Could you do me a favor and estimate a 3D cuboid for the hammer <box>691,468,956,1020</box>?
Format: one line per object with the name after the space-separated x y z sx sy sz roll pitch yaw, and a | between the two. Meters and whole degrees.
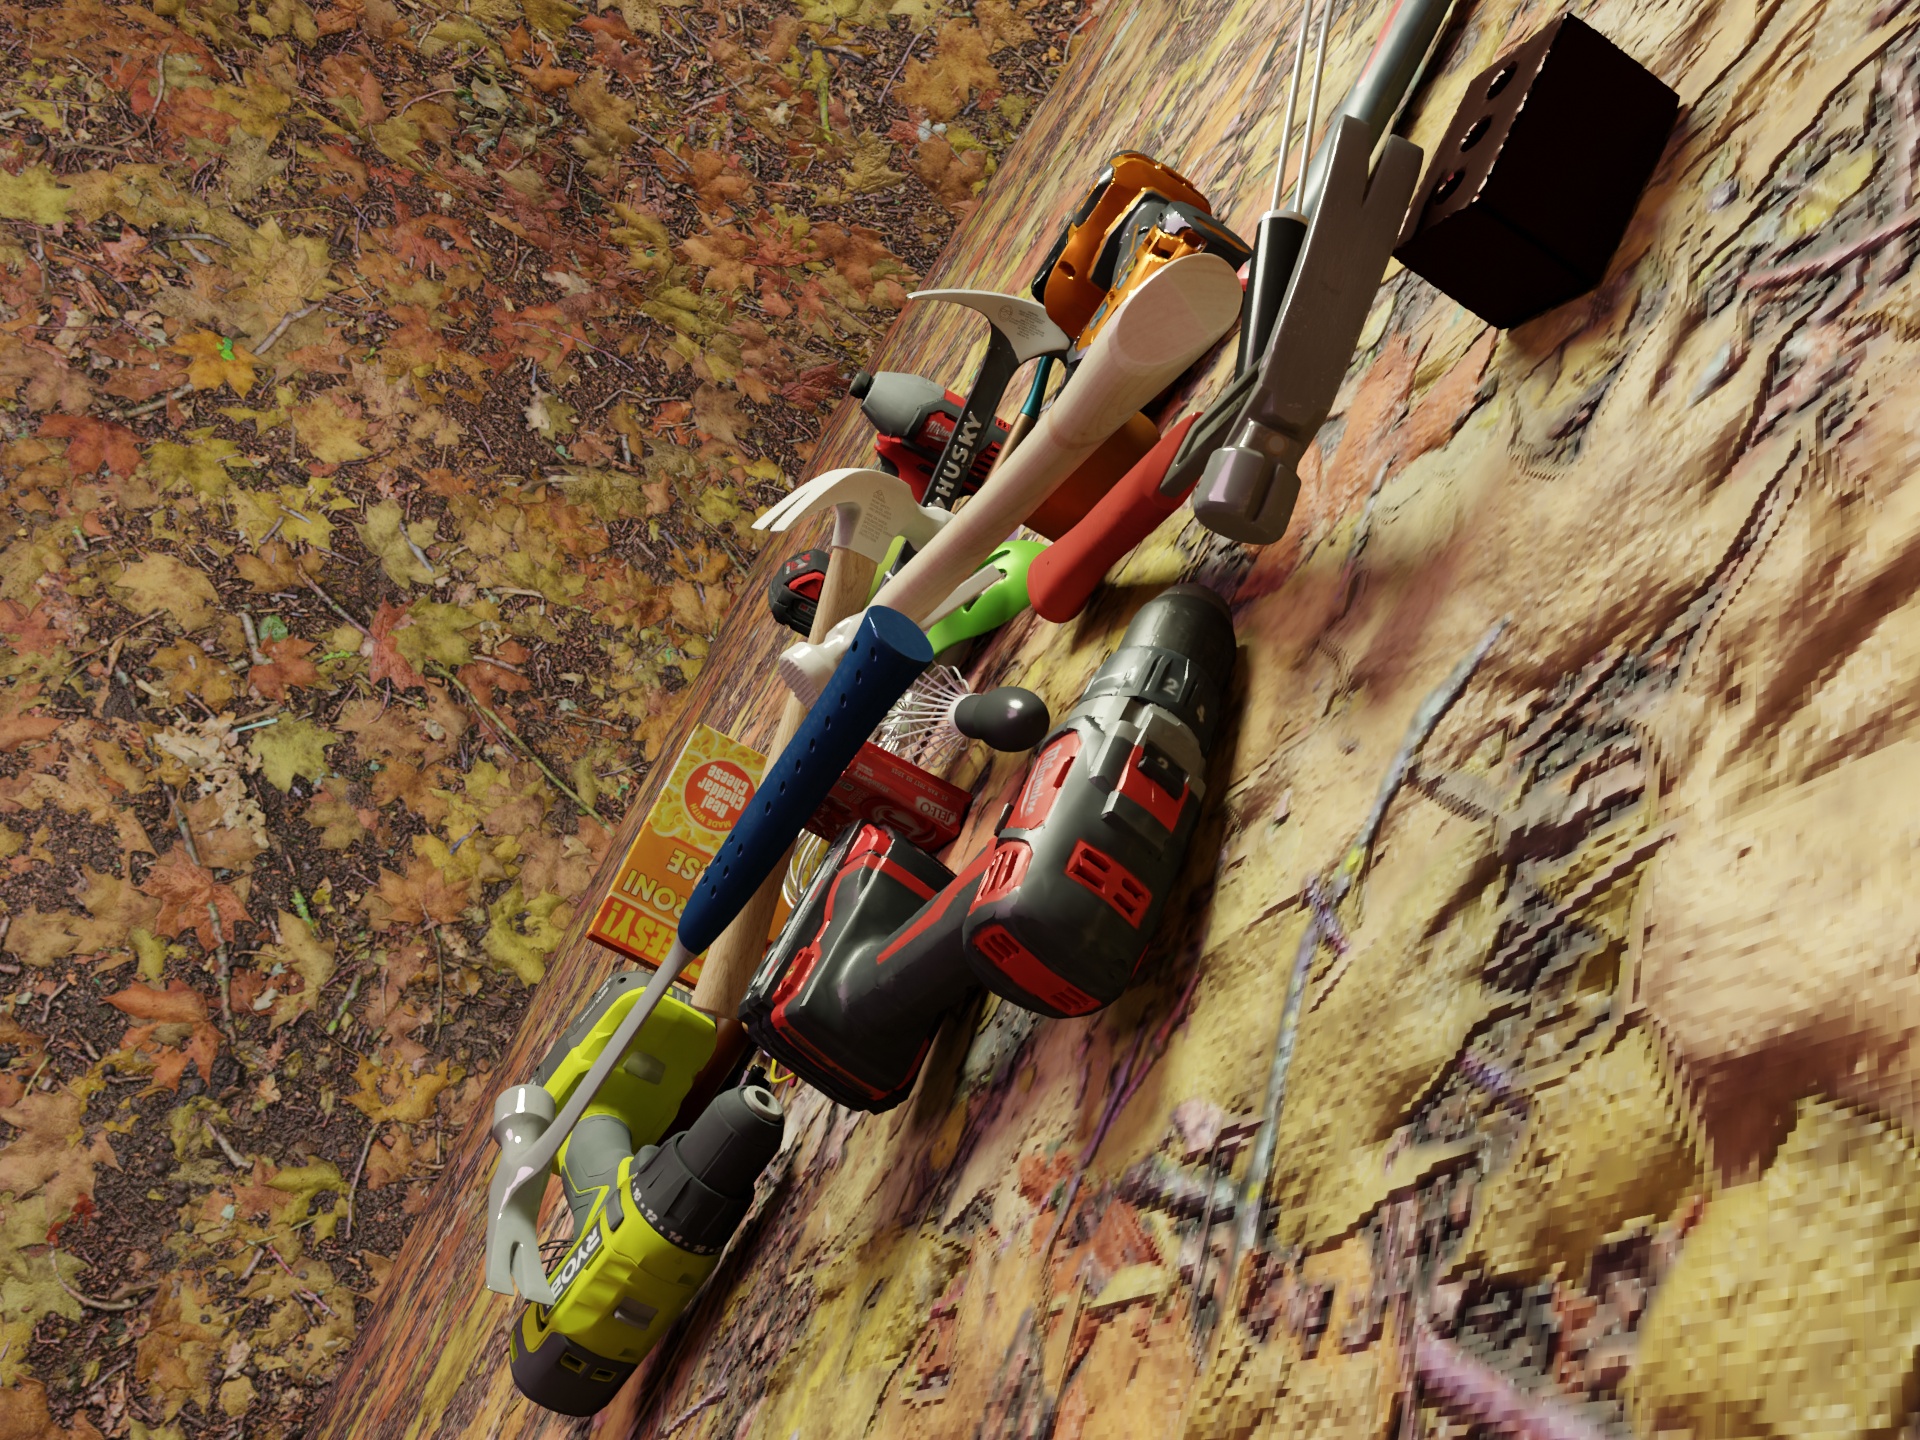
-0.095 0.010 0.928 0.031 0.130 0.331 9 80 47 | hammer

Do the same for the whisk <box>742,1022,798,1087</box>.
-0.100 0.175 0.888 0.047 0.051 0.245 -69 11 -13 | whisk

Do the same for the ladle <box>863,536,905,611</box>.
-0.104 -0.005 1.251 0.062 0.078 0.320 -64 -1 -67 | ladle

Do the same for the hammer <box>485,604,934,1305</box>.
-0.134 0.116 0.772 0.405 0.035 0.144 -54 27 23 | hammer

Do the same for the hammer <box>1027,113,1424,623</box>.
0.088 -0.109 0.684 0.359 0.036 0.149 143 149 -78 | hammer

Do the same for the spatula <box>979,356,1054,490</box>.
0.049 -0.197 1.181 0.317 0.044 0.082 -64 12 6 | spatula

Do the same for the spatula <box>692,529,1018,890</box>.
-0.069 -0.006 1.032 0.316 0.018 0.060 -49 25 4 | spatula

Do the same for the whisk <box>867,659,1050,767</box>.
-0.001 -0.004 0.820 0.070 0.070 0.284 -61 12 -6 | whisk

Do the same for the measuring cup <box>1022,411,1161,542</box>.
0.093 -0.156 0.851 0.173 0.052 0.095 -43 21 47 | measuring cup

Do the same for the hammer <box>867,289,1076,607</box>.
-0.041 -0.115 1.149 0.036 0.149 0.409 -105 39 -73 | hammer

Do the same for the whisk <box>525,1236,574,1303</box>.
-0.220 0.335 0.997 0.239 0.055 0.055 -41 23 44 | whisk

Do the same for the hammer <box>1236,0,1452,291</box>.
0.242 -0.370 0.781 0.386 0.038 0.143 -62 14 -8 | hammer

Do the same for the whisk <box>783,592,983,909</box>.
-0.044 0.017 1.027 0.059 0.057 0.246 13 66 41 | whisk

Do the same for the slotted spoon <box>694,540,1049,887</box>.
-0.060 -0.001 0.992 0.313 0.031 0.070 -46 35 12 | slotted spoon

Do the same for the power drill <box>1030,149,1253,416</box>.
0.100 -0.256 0.987 0.164 0.084 0.227 -55 18 25 | power drill

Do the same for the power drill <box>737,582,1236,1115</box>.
0.018 0.052 0.632 0.226 0.080 0.188 -39 18 49 | power drill

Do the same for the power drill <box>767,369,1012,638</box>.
-0.060 -0.163 1.252 0.219 0.143 0.079 -59 15 18 | power drill

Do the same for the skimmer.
0.152 -0.294 0.719 0.090 0.127 0.363 54 -135 -67 | skimmer

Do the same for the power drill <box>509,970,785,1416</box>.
-0.176 0.238 0.884 0.190 0.080 0.229 -53 25 7 | power drill

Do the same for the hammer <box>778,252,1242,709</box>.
0.025 -0.104 0.739 0.146 0.038 0.410 -37 0 -24 | hammer
